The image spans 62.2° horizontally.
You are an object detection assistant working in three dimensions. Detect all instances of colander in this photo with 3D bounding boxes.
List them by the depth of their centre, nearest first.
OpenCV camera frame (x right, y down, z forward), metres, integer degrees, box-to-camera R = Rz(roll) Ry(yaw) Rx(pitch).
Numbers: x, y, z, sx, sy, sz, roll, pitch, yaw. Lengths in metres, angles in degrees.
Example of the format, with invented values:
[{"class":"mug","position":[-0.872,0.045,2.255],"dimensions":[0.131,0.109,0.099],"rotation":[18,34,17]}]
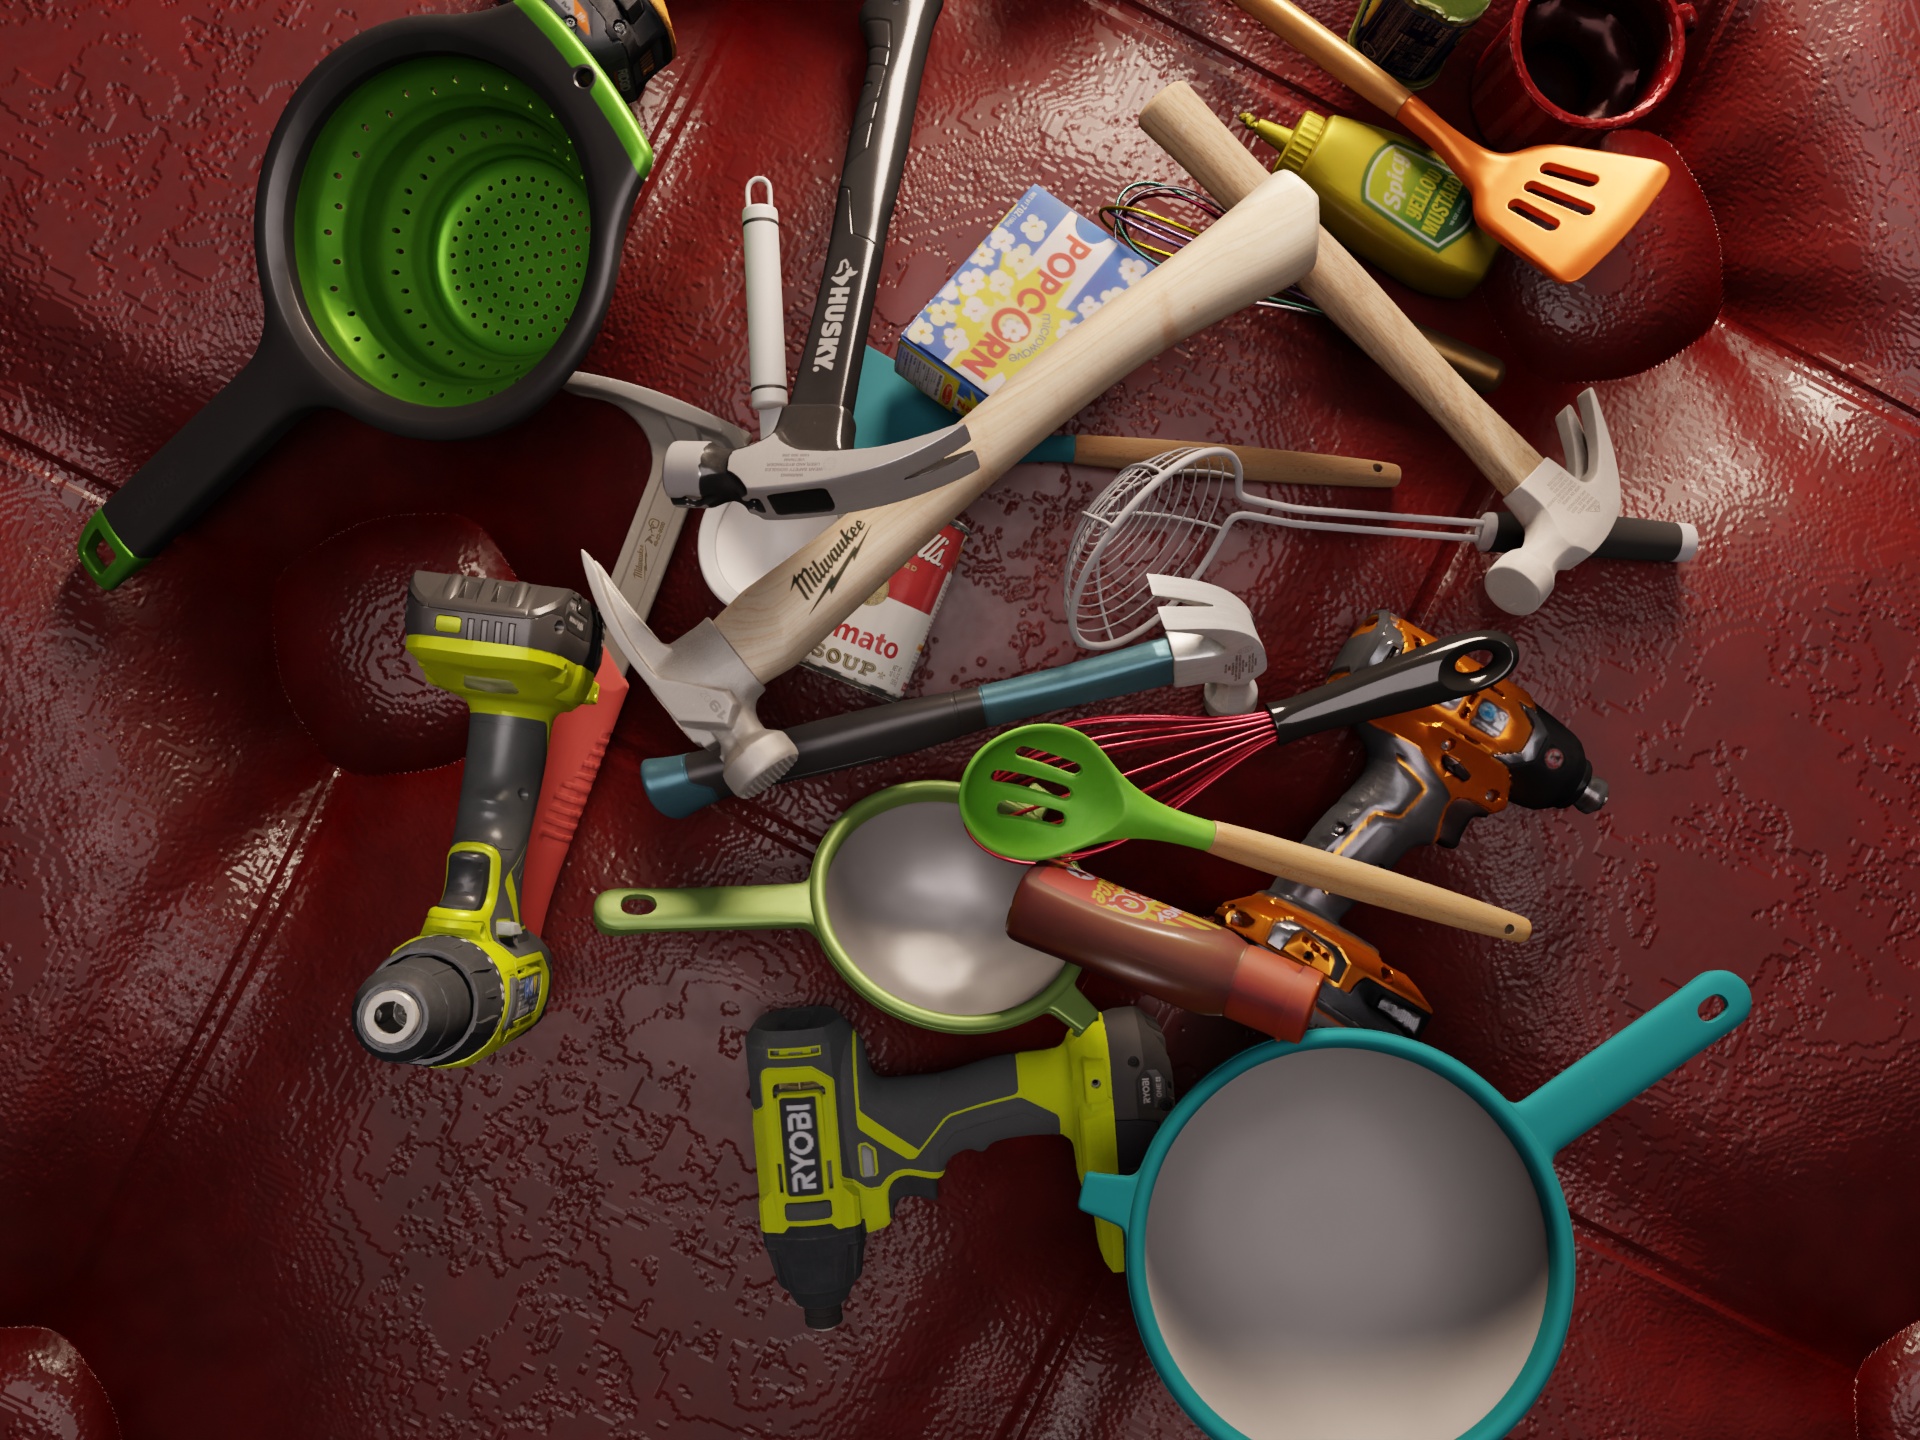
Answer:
[{"class":"colander","position":[-0.313,-0.199,0.845],"dimensions":[0.397,0.094,0.204],"rotation":[-37,87,16]}]

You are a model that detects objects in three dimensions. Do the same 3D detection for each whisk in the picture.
[{"class":"whisk","position":[0.142,0.009,0.817],"dimensions":[0.296,0.073,0.073],"rotation":[-18,91,4]},{"class":"whisk","position":[0.190,-0.237,0.882],"dimensions":[0.245,0.047,0.051],"rotation":[21,61,-7]}]

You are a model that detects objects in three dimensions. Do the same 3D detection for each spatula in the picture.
[{"class":"spatula","position":[0.219,-0.346,0.846],"dimensions":[0.323,0.041,0.081],"rotation":[42,89,13]},{"class":"spatula","position":[0.089,-0.151,0.874],"dimensions":[0.317,0.044,0.082],"rotation":[4,69,-4]}]

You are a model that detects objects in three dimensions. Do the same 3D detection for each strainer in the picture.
[{"class":"strainer","position":[0.237,0.224,0.794],"dimensions":[0.340,0.095,0.211],"rotation":[-32,82,-6]},{"class":"strainer","position":[-0.061,0.110,0.832],"dimensions":[0.256,0.069,0.152],"rotation":[0,52,-13]},{"class":"strainer","position":[-0.098,-0.161,0.835],"dimensions":[0.087,0.050,0.258],"rotation":[-5,85,16]}]

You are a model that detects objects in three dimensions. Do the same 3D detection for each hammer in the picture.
[{"class":"hammer","position":[0.007,-0.144,0.793],"dimensions":[0.410,0.038,0.146],"rotation":[-39,81,-4]},{"class":"hammer","position":[-0.046,-0.250,0.807],"dimensions":[0.146,0.035,0.335],"rotation":[2,65,14]},{"class":"hammer","position":[-0.001,-0.003,0.833],"dimensions":[0.331,0.128,0.033],"rotation":[-14,61,-1]},{"class":"hammer","position":[0.220,-0.212,0.842],"dimensions":[0.331,0.031,0.130],"rotation":[47,63,2]},{"class":"hammer","position":[-0.215,-0.005,0.866],"dimensions":[0.149,0.037,0.359],"rotation":[21,89,-2]}]

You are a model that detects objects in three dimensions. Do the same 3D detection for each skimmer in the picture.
[{"class":"skimmer","position":[0.232,-0.085,0.856],"dimensions":[0.363,0.127,0.090],"rotation":[3,48,-7]}]

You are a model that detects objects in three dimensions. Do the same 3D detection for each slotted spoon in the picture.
[{"class":"slotted spoon","position":[0.146,0.066,0.791],"dimensions":[0.313,0.031,0.070],"rotation":[17,103,-12]}]

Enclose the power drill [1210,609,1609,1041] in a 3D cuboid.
[{"class":"power drill","position":[0.243,0.075,0.864],"dimensions":[0.164,0.084,0.226],"rotation":[29,85,-3]}]

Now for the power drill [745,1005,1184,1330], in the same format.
[{"class":"power drill","position":[0.002,0.237,0.857],"dimensions":[0.223,0.080,0.171],"rotation":[-4,95,1]}]

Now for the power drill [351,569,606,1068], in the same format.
[{"class":"power drill","position":[-0.230,0.050,0.755],"dimensions":[0.080,0.190,0.228],"rotation":[7,85,-2]}]

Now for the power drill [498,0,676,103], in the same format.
[{"class":"power drill","position":[-0.130,-0.432,0.850],"dimensions":[0.226,0.084,0.185],"rotation":[-44,93,-6]}]
